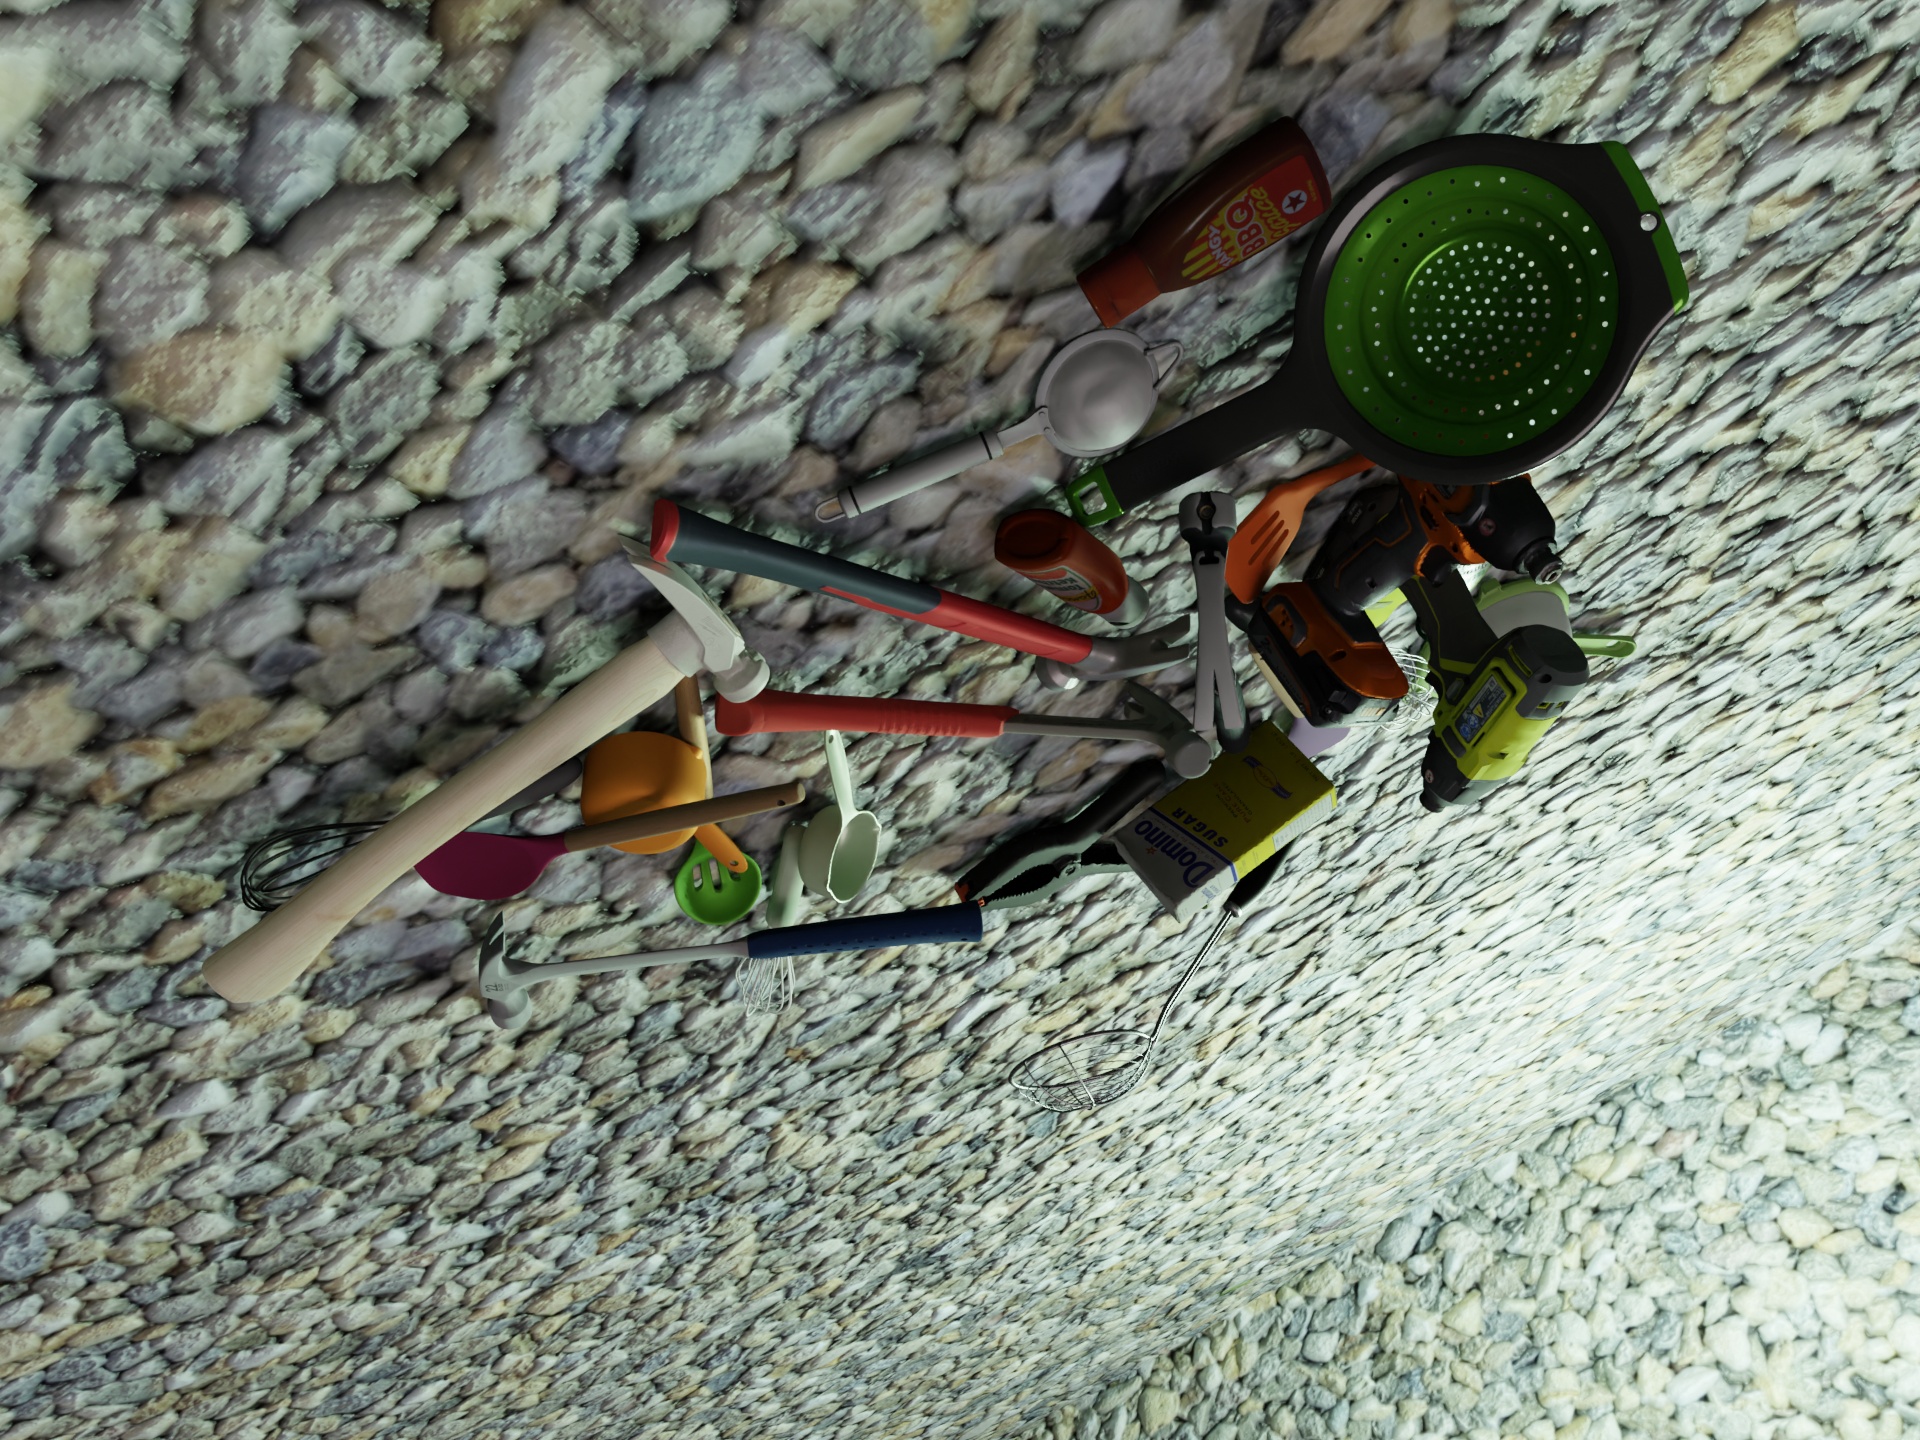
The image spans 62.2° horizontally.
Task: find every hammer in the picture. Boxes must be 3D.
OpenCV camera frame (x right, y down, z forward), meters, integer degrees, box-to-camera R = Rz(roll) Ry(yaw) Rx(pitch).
[{"bbox_3d":[0.195,-0.030,1.175,0.036,0.149,0.408,-3,167,11],"label":"hammer"},{"bbox_3d":[-0.002,-0.004,1.174,0.359,0.149,0.036,3,108,-18],"label":"hammer"},{"bbox_3d":[-0.183,0.183,1.287,0.405,0.035,0.144,-6,145,-9],"label":"hammer"},{"bbox_3d":[-0.324,0.045,1.025,0.410,0.038,0.146,-36,137,3],"label":"hammer"},{"bbox_3d":[-0.023,-0.083,1.053,0.386,0.038,0.143,14,164,-37],"label":"hammer"}]

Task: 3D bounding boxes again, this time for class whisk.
[{"bbox_3d":[0.308,-0.052,1.320,0.284,0.070,0.070,20,126,-39],"label":"whisk"},{"bbox_3d":[-0.155,0.173,1.350,0.058,0.059,0.246,-44,159,-44],"label":"whisk"},{"bbox_3d":[-0.374,0.072,1.088,0.239,0.055,0.055,-21,145,-12],"label":"whisk"}]

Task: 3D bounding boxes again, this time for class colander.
[{"bbox_3d":[0.251,-0.223,1.024,0.397,0.204,0.094,-24,-177,27],"label":"colander"}]

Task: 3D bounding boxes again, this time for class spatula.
[{"bbox_3d":[0.285,-0.017,1.344,0.060,0.018,0.315,-30,155,13],"label":"spatula"},{"bbox_3d":[0.323,-0.198,1.148,0.322,0.041,0.080,-32,144,9],"label":"spatula"}]

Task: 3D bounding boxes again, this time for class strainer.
[{"bbox_3d":[0.532,-0.052,1.437,0.256,0.069,0.151,0,138,-28],"label":"strainer"},{"bbox_3d":[0.028,-0.176,1.004,0.258,0.050,0.086,-22,129,2],"label":"strainer"}]

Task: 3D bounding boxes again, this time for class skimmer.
[{"bbox_3d":[0.183,0.199,1.410,0.363,0.090,0.127,-51,156,-19],"label":"skimmer"}]

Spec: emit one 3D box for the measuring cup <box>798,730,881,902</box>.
[{"bbox_3d":[-0.103,0.067,1.242,0.083,0.038,0.167,-49,143,-44],"label":"measuring cup"}]

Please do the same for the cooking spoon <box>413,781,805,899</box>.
[{"bbox_3d":[-0.247,0.079,1.094,0.319,0.017,0.068,-13,126,22],"label":"cooking spoon"}]

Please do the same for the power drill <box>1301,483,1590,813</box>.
[{"bbox_3d":[0.352,-0.055,1.191,0.080,0.223,0.171,-3,140,-27],"label":"power drill"}]

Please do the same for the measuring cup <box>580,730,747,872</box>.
[{"bbox_3d":[-0.205,0.080,1.151,0.095,0.052,0.173,-21,134,18],"label":"measuring cup"}]

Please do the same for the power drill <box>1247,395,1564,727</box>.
[{"bbox_3d":[0.311,-0.096,1.106,0.084,0.164,0.226,-2,138,-35],"label":"power drill"}]

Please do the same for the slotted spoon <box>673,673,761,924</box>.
[{"bbox_3d":[-0.191,0.054,1.185,0.070,0.031,0.313,-12,141,-12],"label":"slotted spoon"}]
